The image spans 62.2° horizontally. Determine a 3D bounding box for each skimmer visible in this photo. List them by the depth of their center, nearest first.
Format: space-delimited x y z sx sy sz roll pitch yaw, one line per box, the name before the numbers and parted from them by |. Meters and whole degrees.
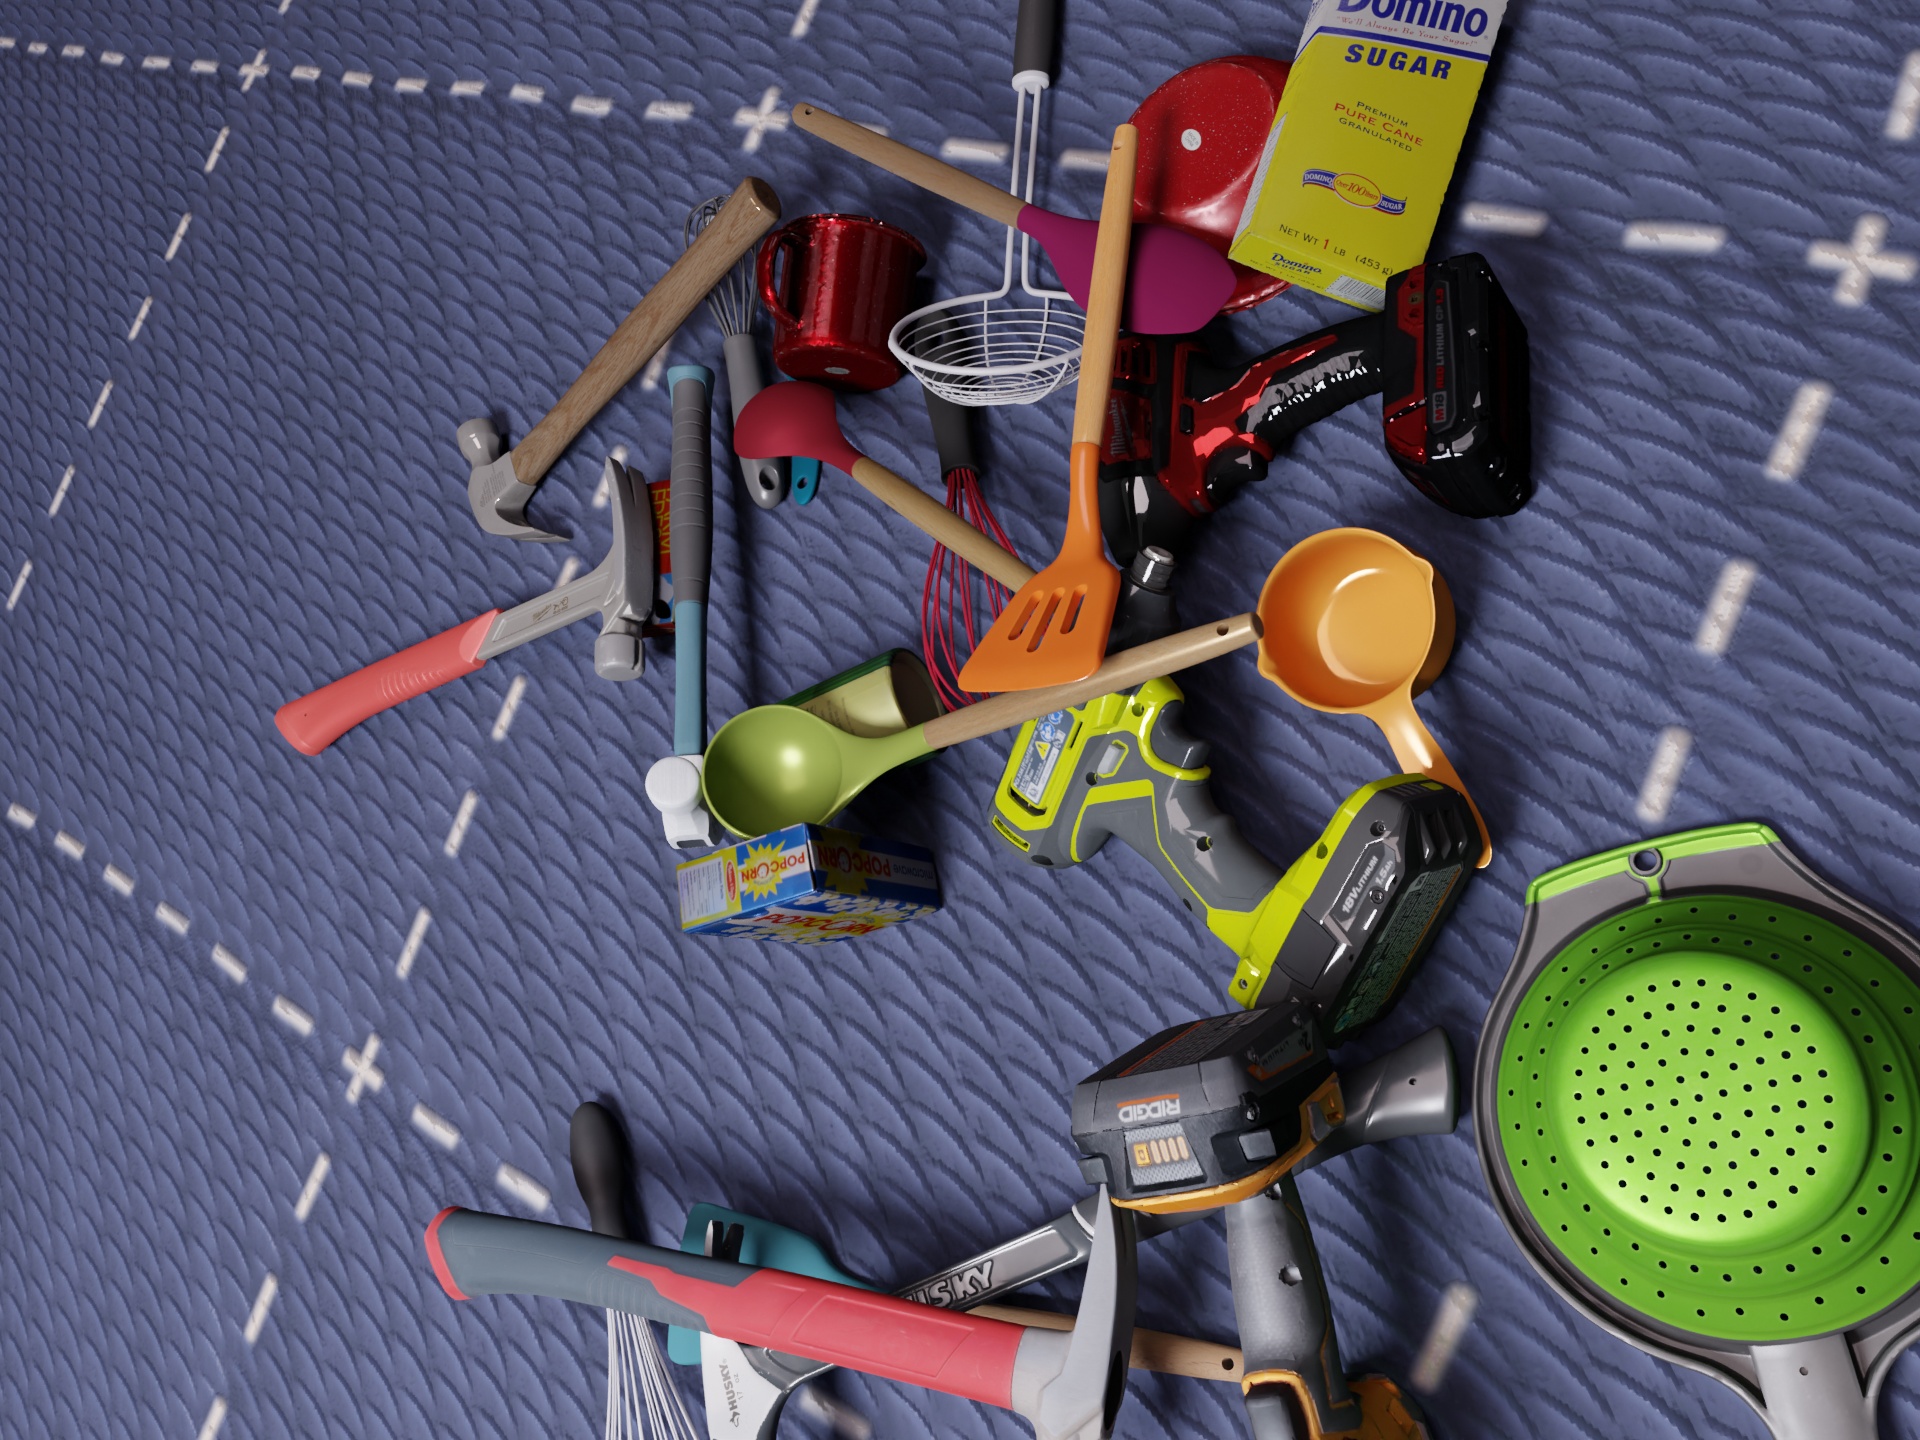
skimmer | 0.034 -0.344 0.939 0.127 0.090 0.363 1 73 12

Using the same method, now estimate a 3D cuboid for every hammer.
hammer | 0.047 0.243 0.755 0.409 0.036 0.149 -29 61 13
hammer | -0.102 0.268 0.776 0.386 0.038 0.143 2 69 27
hammer | -0.163 -0.079 0.965 0.033 0.128 0.331 -4 65 -2
hammer | -0.232 -0.237 1.070 0.331 0.031 0.130 -38 62 31
hammer | -0.351 -0.055 1.102 0.359 0.036 0.149 -18 66 30

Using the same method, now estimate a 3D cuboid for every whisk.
whisk | -0.182 0.343 0.882 0.070 0.070 0.285 -32 56 19
whisk | 0.002 -0.124 0.914 0.073 0.073 0.296 -22 58 24
whisk | -0.142 -0.247 1.048 0.055 0.055 0.239 -20 70 25

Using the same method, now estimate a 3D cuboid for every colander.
colander | 0.306 0.225 0.591 0.204 0.094 0.397 -20 65 25

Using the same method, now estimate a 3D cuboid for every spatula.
spatula | -0.005 0.299 0.791 0.317 0.044 0.082 -3 70 30
spatula | 0.061 -0.162 0.792 0.081 0.041 0.323 -4 70 38

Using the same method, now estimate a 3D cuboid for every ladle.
ladle | -0.001 -0.002 0.778 0.320 0.062 0.078 -19 65 35
ladle | -0.042 -0.131 0.896 0.069 0.031 0.316 -42 47 -10

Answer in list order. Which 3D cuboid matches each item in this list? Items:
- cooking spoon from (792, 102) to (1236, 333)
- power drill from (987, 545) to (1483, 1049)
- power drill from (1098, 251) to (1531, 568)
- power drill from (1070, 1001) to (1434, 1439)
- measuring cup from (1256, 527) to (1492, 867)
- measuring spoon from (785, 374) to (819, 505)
cooking spoon | 0.017 -0.290 0.887 0.319 0.017 0.069 34 79 29
power drill | 0.121 0.035 0.752 0.223 0.080 0.171 39 119 34
power drill | 0.167 -0.145 0.807 0.220 0.078 0.143 -6 71 34
power drill | 0.114 0.240 0.616 0.084 0.185 0.226 -18 85 29
measuring cup | 0.210 -0.010 0.753 0.095 0.052 0.174 -34 72 28
measuring spoon | -0.103 -0.199 1.019 0.042 0.021 0.129 -10 69 29
